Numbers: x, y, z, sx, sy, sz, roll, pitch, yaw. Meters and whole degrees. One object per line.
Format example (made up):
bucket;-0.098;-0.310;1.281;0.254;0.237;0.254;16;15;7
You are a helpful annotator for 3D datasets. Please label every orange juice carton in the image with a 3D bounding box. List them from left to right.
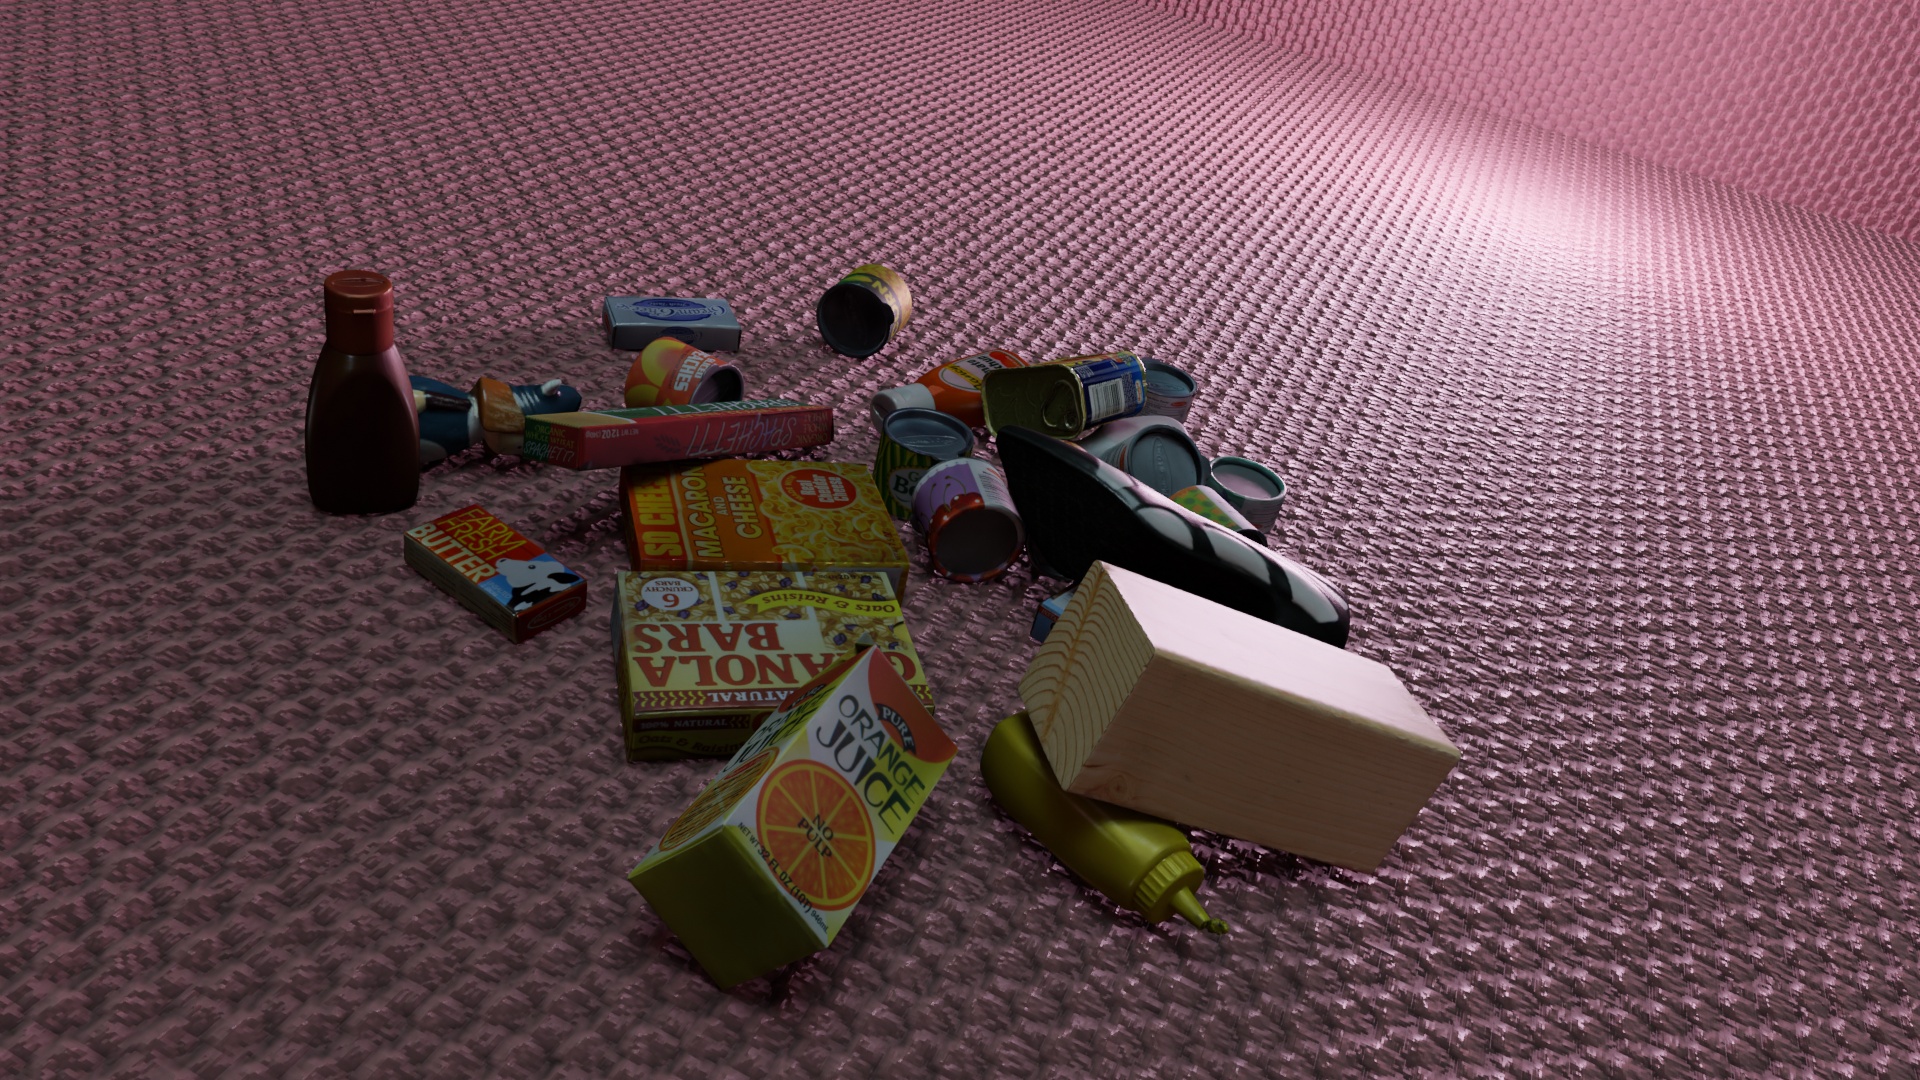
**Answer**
orange juice carton;-0.067;0.118;0.676;0.071;0.072;0.194;53;34;-9

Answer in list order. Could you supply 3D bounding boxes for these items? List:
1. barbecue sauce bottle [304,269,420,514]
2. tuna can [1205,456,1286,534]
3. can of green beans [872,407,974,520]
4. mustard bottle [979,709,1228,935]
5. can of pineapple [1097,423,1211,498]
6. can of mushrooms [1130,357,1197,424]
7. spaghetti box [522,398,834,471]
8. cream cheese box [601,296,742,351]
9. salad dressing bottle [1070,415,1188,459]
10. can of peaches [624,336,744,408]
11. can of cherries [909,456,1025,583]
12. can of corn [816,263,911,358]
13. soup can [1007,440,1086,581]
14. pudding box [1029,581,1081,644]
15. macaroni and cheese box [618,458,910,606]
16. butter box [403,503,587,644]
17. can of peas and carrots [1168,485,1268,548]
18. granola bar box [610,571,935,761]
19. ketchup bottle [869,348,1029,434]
barbecue sauce bottle;-0.358;-0.087;0.831;0.065;0.147;0.044;-6;38;-29
tuna can;0.216;-0.037;1.081;0.071;0.032;0.071;10;33;-7
can of green beans;-0.028;-0.054;0.990;0.071;0.057;0.071;10;32;-6
mustard bottle;0.078;0.152;0.725;0.065;0.048;0.161;-7;38;-42
can of pineapple;0.138;-0.045;1.017;0.071;0.057;0.071;7;74;-23
can of mushrooms;0.169;-0.128;1.203;0.071;0.033;0.071;9;33;-6
spaghetti box;-0.178;-0.073;0.929;0.050;0.028;0.251;13;14;30
cream cheese box;-0.235;-0.177;1.130;0.104;0.024;0.053;-2;36;-24
salad dressing bottle;0.110;-0.063;1.072;0.148;0.043;0.064;-13;42;-33
can of peaches;-0.198;-0.108;0.996;0.058;0.071;0.071;26;34;20
can of cherries;0.003;-0.012;0.936;0.071;0.071;0.058;2;35;-19
can of corn;-0.079;-0.196;1.179;0.071;0.070;0.058;20;32;9
soup can;0.070;-0.024;0.972;0.071;0.071;0.084;6;33;-13
pudding box;0.093;0.062;0.885;0.084;0.030;0.050;32;36;26
macaroni and cheese box;-0.129;-0.005;0.894;0.167;0.040;0.124;1;33;-20
butter box;-0.275;0.018;0.818;0.103;0.024;0.053;30;36;24
can of peas and carrots;0.169;0.005;0.972;0.071;0.070;0.059;-7;38;-30
granola bar box;-0.109;0.067;0.792;0.166;0.038;0.125;1;35;-20
ketchup bottle;-0.005;-0.114;1.105;0.149;0.043;0.065;-20;52;-41
